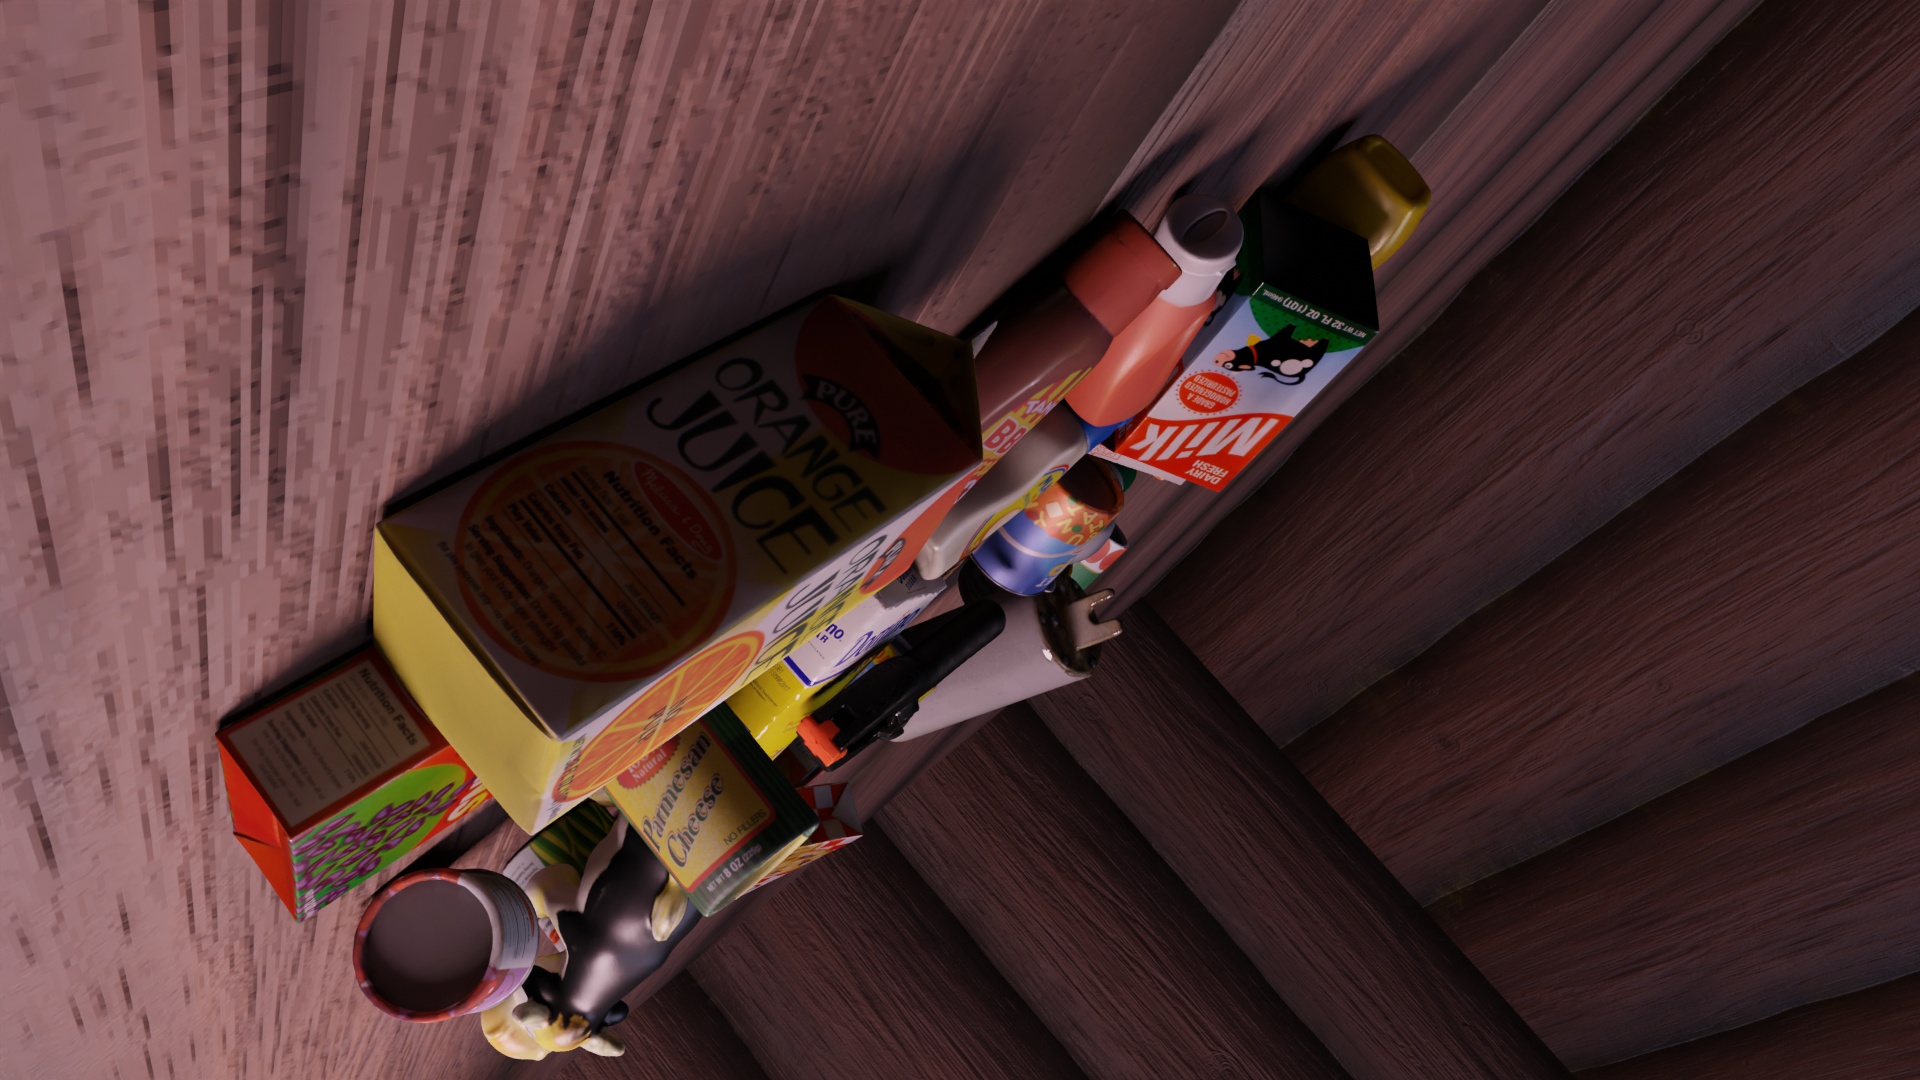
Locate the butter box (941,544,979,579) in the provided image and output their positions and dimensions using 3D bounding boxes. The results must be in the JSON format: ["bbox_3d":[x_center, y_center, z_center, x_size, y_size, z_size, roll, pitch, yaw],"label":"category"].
[{"bbox_3d":[0.003,-0.010,0.823,0.103,0.024,0.053,-46,171,26],"label":"butter box"}]

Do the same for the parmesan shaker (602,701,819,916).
[{"bbox_3d":[-0.117,0.105,0.619,0.071,0.103,0.071,-40,170,-8],"label":"parmesan shaker"}]

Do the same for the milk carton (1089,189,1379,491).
[{"bbox_3d":[0.143,-0.094,0.774,0.189,0.072,0.074,127,-24,-49],"label":"milk carton"}]

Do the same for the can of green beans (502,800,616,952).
[{"bbox_3d":[-0.209,0.186,0.768,0.071,0.058,0.071,-40,171,-8],"label":"can of green beans"}]

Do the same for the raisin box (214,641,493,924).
[{"bbox_3d":[-0.157,0.055,0.427,0.124,0.040,0.085,-33,167,-35],"label":"raisin box"}]

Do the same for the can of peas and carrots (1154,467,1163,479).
[{"bbox_3d":[0.128,-0.081,0.879,0.059,0.071,0.071,-41,171,1],"label":"can of peas and carrots"}]

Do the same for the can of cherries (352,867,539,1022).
[{"bbox_3d":[-0.233,0.183,0.628,0.071,0.071,0.058,-40,170,-11],"label":"can of cherries"}]

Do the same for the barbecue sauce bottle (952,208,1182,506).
[{"bbox_3d":[0.024,-0.070,0.566,0.148,0.044,0.065,-43,170,11],"label":"barbecue sauce bottle"}]

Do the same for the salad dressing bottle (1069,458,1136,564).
[{"bbox_3d":[0.088,-0.030,0.983,0.043,0.064,0.148,-58,171,30],"label":"salad dressing bottle"}]

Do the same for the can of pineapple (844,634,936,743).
[{"bbox_3d":[-0.058,0.090,0.915,0.058,0.071,0.071,-42,171,3],"label":"can of pineapple"}]

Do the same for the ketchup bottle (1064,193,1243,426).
[{"bbox_3d":[0.094,-0.110,0.671,0.065,0.043,0.148,-39,170,-22],"label":"ketchup bottle"}]

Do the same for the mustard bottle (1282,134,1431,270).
[{"bbox_3d":[0.192,-0.160,0.793,0.049,0.065,0.159,-37,176,-42],"label":"mustard bottle"}]

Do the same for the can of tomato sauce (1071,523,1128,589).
[{"bbox_3d":[0.085,0.010,1.126,0.083,0.071,0.071,-45,170,17],"label":"can of tomato sauce"}]

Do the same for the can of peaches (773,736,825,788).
[{"bbox_3d":[-0.111,0.129,0.904,0.071,0.058,0.071,-40,171,-8],"label":"can of peaches"}]

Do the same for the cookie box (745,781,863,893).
[{"bbox_3d":[-0.162,0.200,0.873,0.123,0.040,0.166,2,153,-46],"label":"cookie box"}]

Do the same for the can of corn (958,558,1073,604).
[{"bbox_3d":[0.042,0.023,1.005,0.071,0.071,0.058,-33,167,-41],"label":"can of corn"}]

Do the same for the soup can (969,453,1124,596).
[{"bbox_3d":[0.055,-0.014,0.872,0.083,0.071,0.071,-48,169,34],"label":"soup can"}]

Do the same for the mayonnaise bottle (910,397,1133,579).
[{"bbox_3d":[0.030,-0.039,0.743,0.148,0.041,0.064,-38,170,-18],"label":"mayonnaise bottle"}]

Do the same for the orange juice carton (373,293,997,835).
[{"bbox_3d":[-0.064,-0.007,0.406,0.193,0.073,0.071,-35,169,-35],"label":"orange juice carton"}]
